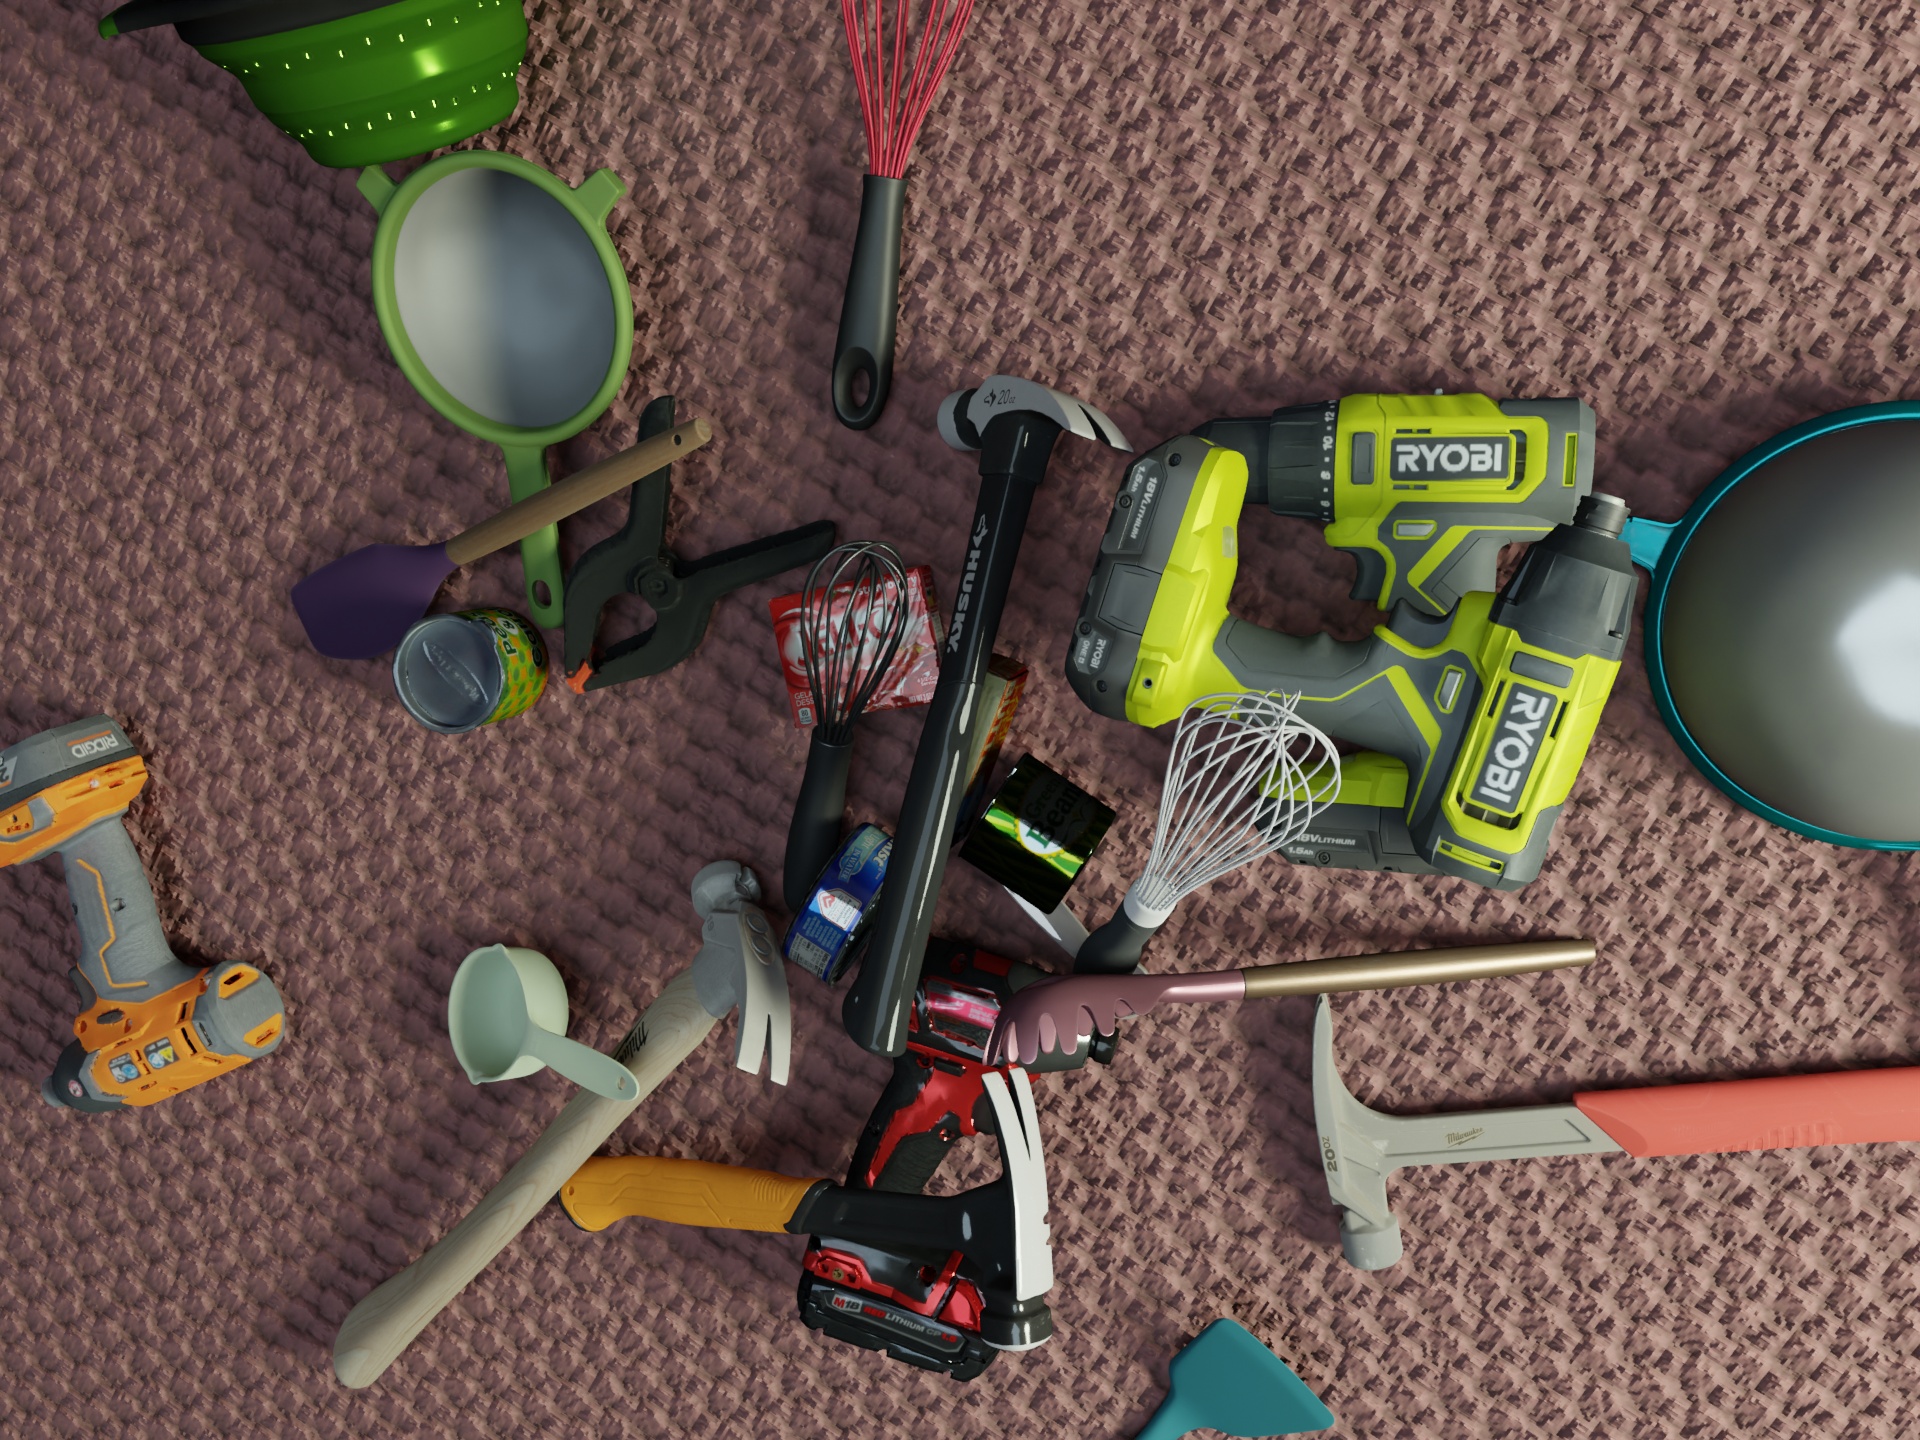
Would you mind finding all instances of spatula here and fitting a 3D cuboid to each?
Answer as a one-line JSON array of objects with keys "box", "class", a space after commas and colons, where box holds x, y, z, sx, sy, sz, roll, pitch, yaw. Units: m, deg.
[{"box": [0.069, 0.444, 0.898, 0.082, 0.044, 0.317, 44, 106, -1], "class": "spatula"}, {"box": [-0.256, -0.098, 0.865, 0.316, 0.018, 0.059, -20, 98, 29], "class": "spatula"}]

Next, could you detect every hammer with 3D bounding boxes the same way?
[{"box": [0.362, 0.192, 0.801, 0.359, 0.037, 0.149, -8, 97, 14], "class": "hammer"}, {"box": [-0.237, 0.262, 0.904, 0.038, 0.146, 0.410, 30, 113, -33], "class": "hammer"}, {"box": [-0.001, -0.002, 0.771, 0.035, 0.146, 0.335, 13, 91, -28], "class": "hammer"}, {"box": [-0.098, 0.248, 0.845, 0.337, 0.034, 0.127, -9, 82, 37], "class": "hammer"}]

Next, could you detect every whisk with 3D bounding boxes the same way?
[{"box": [0.097, 0.069, 0.735, 0.070, 0.070, 0.284, 32, 147, 6], "class": "whisk"}, {"box": [-0.036, -0.295, 0.804, 0.073, 0.073, 0.295, 11, 107, 10], "class": "whisk"}, {"box": [-0.068, 0.010, 0.830, 0.055, 0.055, 0.238, 19, 123, 9], "class": "whisk"}]

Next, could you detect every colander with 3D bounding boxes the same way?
[{"box": [-0.210, -0.361, 0.801, 0.397, 0.205, 0.094, -16, 124, -2], "class": "colander"}]

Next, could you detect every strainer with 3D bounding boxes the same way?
[{"box": [0.438, 0.027, 0.702, 0.211, 0.095, 0.340, -22, 91, 29], "class": "strainer"}, {"box": [-0.227, -0.178, 0.864, 0.151, 0.069, 0.256, 6, 118, 16], "class": "strainer"}]

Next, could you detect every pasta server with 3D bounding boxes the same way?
[{"box": [0.166, 0.136, 0.787, 0.316, 0.060, 0.040, -4, 79, -8], "class": "pasta server"}]

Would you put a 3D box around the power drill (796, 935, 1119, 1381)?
[{"box": [-0.003, 0.232, 0.867, 0.143, 0.078, 0.219, 15, 98, 10], "class": "power drill"}]

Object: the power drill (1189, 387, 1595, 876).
[{"box": [0.202, -0.046, 0.779, 0.190, 0.080, 0.228, 3, 97, 16], "class": "power drill"}]

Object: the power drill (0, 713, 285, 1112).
[{"box": [-0.530, 0.128, 0.961, 0.164, 0.084, 0.226, -24, 97, 15], "class": "power drill"}]

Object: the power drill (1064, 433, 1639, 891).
[{"box": [0.174, -0.042, 0.712, 0.223, 0.080, 0.171, 21, 102, 18], "class": "power drill"}]

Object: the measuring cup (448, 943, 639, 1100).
[{"box": [-0.224, 0.178, 0.890, 0.168, 0.038, 0.083, 15, 95, 37], "class": "measuring cup"}]

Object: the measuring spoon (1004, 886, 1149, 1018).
[{"box": [0.059, 0.110, 0.867, 0.124, 0.018, 0.034, 47, 112, 9], "class": "measuring spoon"}]
